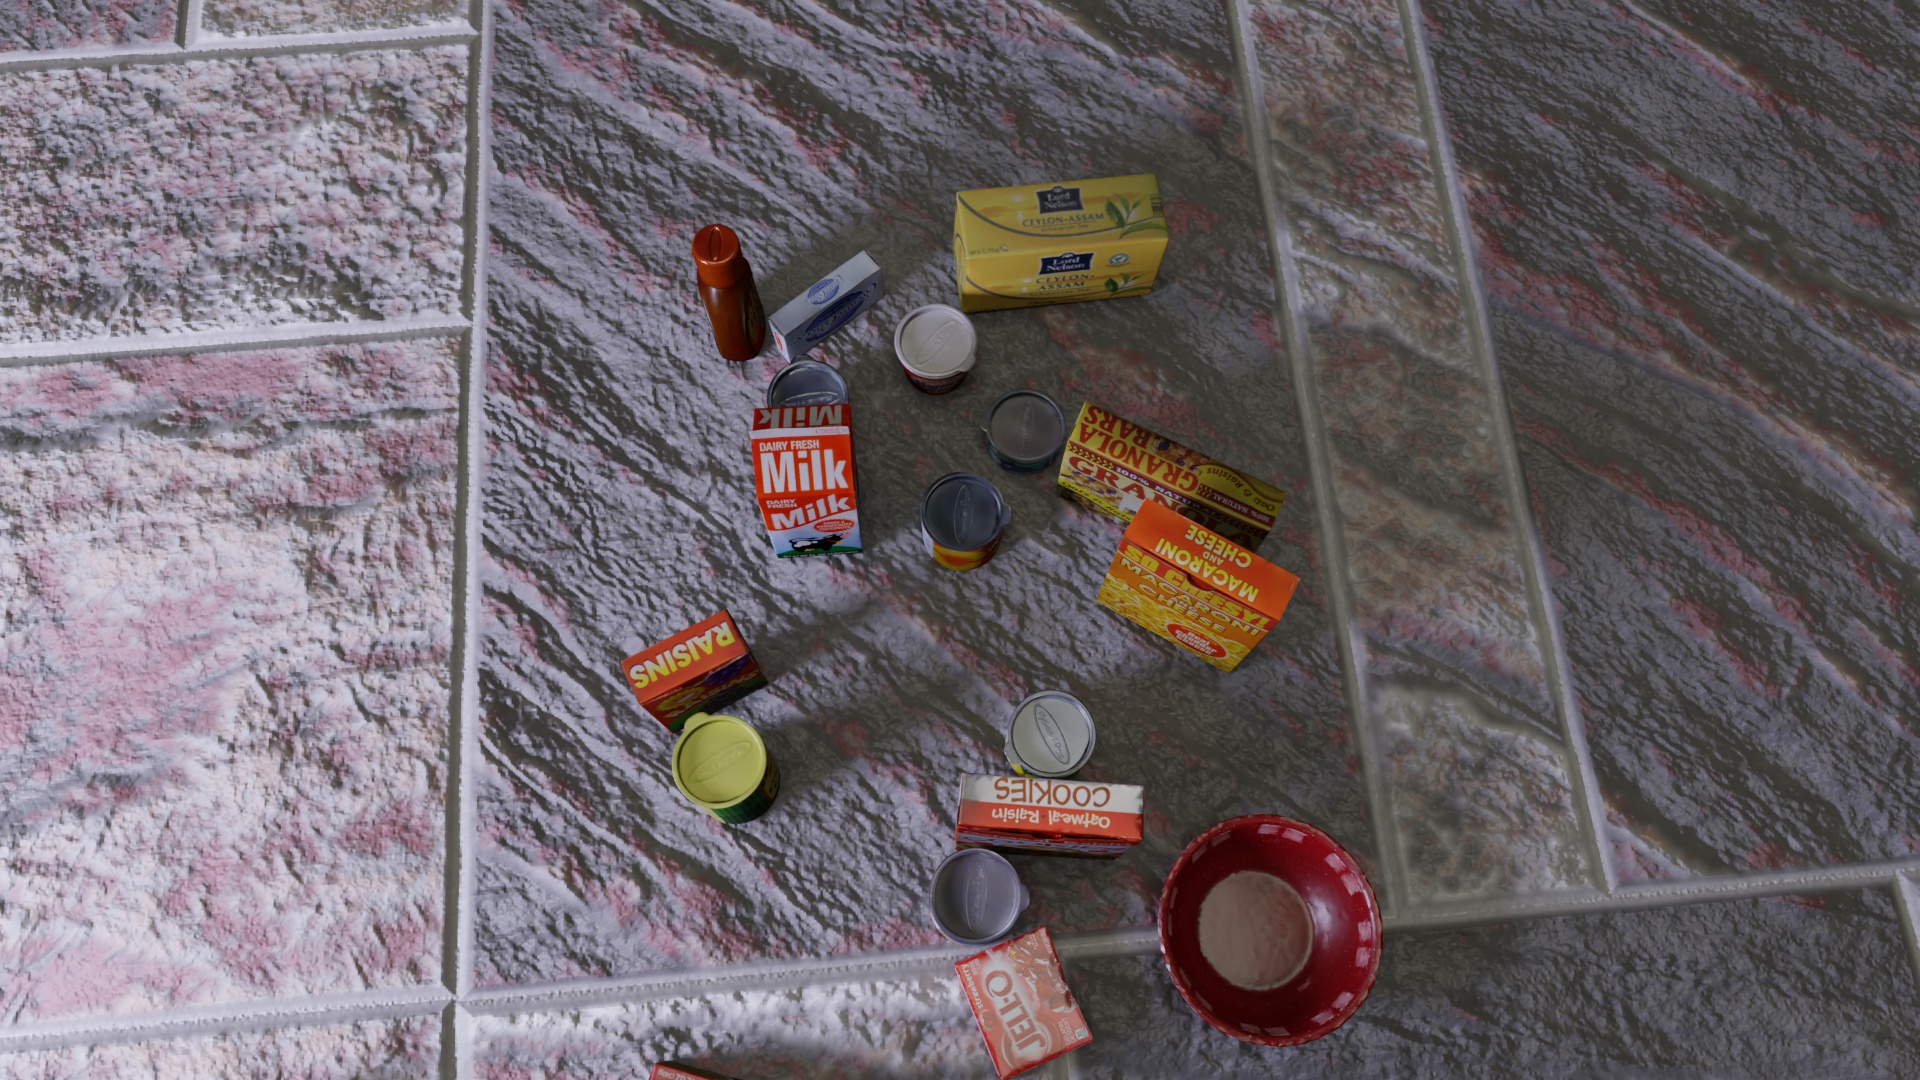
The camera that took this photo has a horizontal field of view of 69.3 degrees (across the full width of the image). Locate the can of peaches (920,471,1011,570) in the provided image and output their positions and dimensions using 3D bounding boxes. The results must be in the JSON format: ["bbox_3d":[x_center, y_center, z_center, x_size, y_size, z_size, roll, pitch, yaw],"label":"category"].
[{"bbox_3d":[0.004,-0.014,1.110,0.071,0.058,0.071,0,72,-1],"label":"can of peaches"}]

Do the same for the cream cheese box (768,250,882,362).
[{"bbox_3d":[-0.112,-0.197,1.171,0.104,0.053,0.024,-38,77,-12],"label":"cream cheese box"}]

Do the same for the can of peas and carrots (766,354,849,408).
[{"bbox_3d":[-0.123,-0.109,1.139,0.071,0.058,0.071,0,72,-1],"label":"can of peas and carrots"}]

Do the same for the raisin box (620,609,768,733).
[{"bbox_3d":[-0.196,0.100,1.035,0.086,0.123,0.040,-26,75,-9],"label":"raisin box"}]

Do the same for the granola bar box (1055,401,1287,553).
[{"bbox_3d":[0.159,-0.036,1.086,0.166,0.124,0.039,25,74,7],"label":"granola bar box"}]

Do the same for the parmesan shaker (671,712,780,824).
[{"bbox_3d":[-0.171,0.168,1.024,0.071,0.102,0.071,0,72,-1],"label":"parmesan shaker"}]

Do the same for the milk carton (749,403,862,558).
[{"bbox_3d":[-0.114,-0.049,1.050,0.072,0.190,0.073,-4,72,-2],"label":"milk carton"}]

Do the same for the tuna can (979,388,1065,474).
[{"bbox_3d":[0.051,-0.090,1.150,0.071,0.032,0.071,0,72,-1],"label":"tuna can"}]

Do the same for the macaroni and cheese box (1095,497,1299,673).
[{"bbox_3d":[0.172,0.038,1.040,0.124,0.166,0.040,29,74,8],"label":"macaroni and cheese box"}]

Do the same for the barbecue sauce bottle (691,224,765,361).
[{"bbox_3d":[-0.187,-0.202,1.121,0.044,0.148,0.065,1,72,-1],"label":"barbecue sauce bottle"}]

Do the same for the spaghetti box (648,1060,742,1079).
[{"bbox_3d":[-0.096,0.411,0.973,0.250,0.050,0.029,14,73,3],"label":"spaghetti box"}]

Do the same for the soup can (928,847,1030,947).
[{"bbox_3d":[0.013,0.260,1.007,0.071,0.083,0.071,0,72,-1],"label":"soup can"}]

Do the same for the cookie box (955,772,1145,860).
[{"bbox_3d":[0.059,0.199,0.984,0.123,0.167,0.040,4,72,0],"label":"cookie box"}]

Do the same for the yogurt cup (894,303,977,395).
[{"bbox_3d":[-0.020,-0.156,1.159,0.072,0.053,0.072,0,72,-1],"label":"yogurt cup"}]

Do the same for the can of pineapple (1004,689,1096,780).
[{"bbox_3d":[0.066,0.152,1.057,0.071,0.057,0.071,0,72,-1],"label":"can of pineapple"}]
